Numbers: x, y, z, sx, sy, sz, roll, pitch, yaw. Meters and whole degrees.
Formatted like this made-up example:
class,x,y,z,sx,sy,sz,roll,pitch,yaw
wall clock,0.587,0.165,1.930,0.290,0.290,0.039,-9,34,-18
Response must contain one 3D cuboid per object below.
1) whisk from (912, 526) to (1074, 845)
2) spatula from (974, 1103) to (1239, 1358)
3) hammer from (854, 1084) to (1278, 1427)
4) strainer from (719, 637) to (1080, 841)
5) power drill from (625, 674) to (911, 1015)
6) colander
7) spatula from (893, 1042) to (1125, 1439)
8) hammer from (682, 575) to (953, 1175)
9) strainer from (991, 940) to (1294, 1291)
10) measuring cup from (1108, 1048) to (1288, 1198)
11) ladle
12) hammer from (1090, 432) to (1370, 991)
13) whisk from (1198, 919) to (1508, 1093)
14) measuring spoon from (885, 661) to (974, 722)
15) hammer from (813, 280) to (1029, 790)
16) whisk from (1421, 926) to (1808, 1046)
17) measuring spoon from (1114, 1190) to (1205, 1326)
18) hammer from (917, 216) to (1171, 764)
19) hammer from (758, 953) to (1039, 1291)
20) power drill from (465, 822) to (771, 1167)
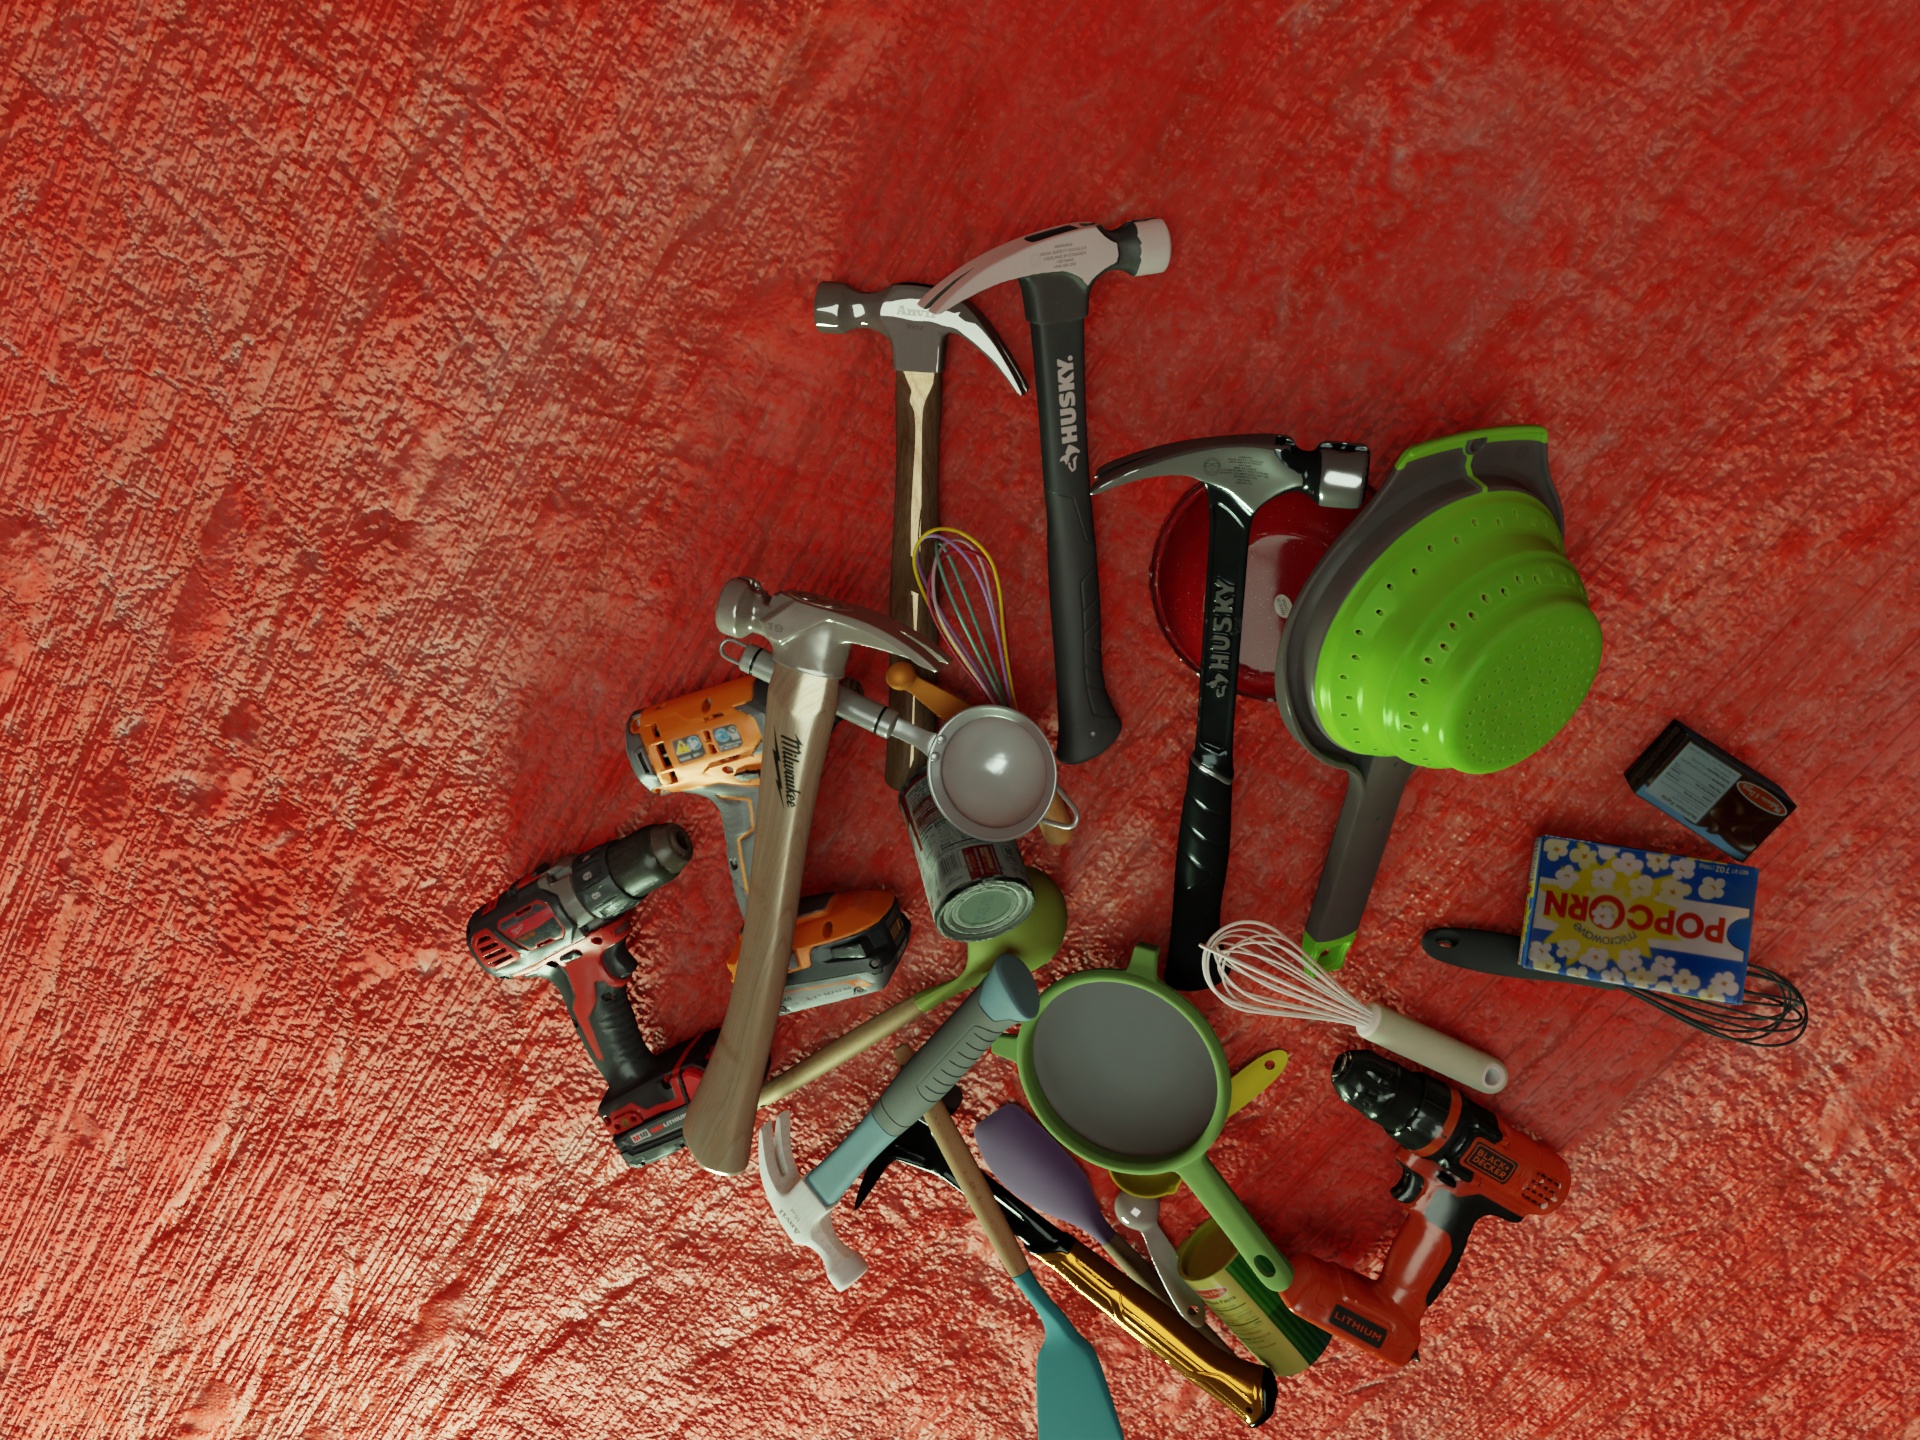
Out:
class,x,y,z,sx,sy,sz,roll,pitch,yaw
whisk,0.029,-0.017,1.014,0.047,0.051,0.244,-24,119,0
spatula,0.126,0.407,1.194,0.059,0.018,0.316,-41,98,23
hammer,0.081,0.402,1.161,0.337,0.034,0.127,35,114,8
strainer,-0.038,0.003,1.005,0.258,0.050,0.087,25,105,9
power drill,-0.113,0.076,1.081,0.164,0.084,0.226,-17,103,17
colander,0.277,0.028,0.934,0.204,0.095,0.396,-13,130,-25
spatula,0.026,0.375,1.131,0.082,0.044,0.317,-26,93,41
hammer,-0.113,0.119,1.026,0.146,0.038,0.410,17,110,14
strainer,0.151,0.271,1.092,0.151,0.069,0.256,-38,89,29
measuring cup,0.171,0.280,1.137,0.156,0.029,0.062,-41,97,11
ladle,-0.049,0.201,1.137,0.320,0.078,0.062,-35,57,29
hammer,0.150,0.013,0.976,0.149,0.036,0.408,7,126,12
whisk,0.262,0.194,1.047,0.246,0.059,0.058,26,86,-16
measuring spoon,-0.002,-0.003,1.035,0.116,0.011,0.021,34,105,-28
hammer,-0.026,-0.108,1.015,0.130,0.031,0.331,6,113,10
whisk,0.419,0.166,1.025,0.239,0.055,0.055,9,113,13
measuring spoon,0.152,0.399,1.175,0.034,0.018,0.124,-28,98,-2
hammer,0.061,-0.126,0.968,0.146,0.035,0.334,-13,116,-14
hammer,-0.043,0.274,1.117,0.128,0.033,0.331,47,125,14
power drill,-0.229,0.192,1.153,0.188,0.080,0.226,-28,100,20
